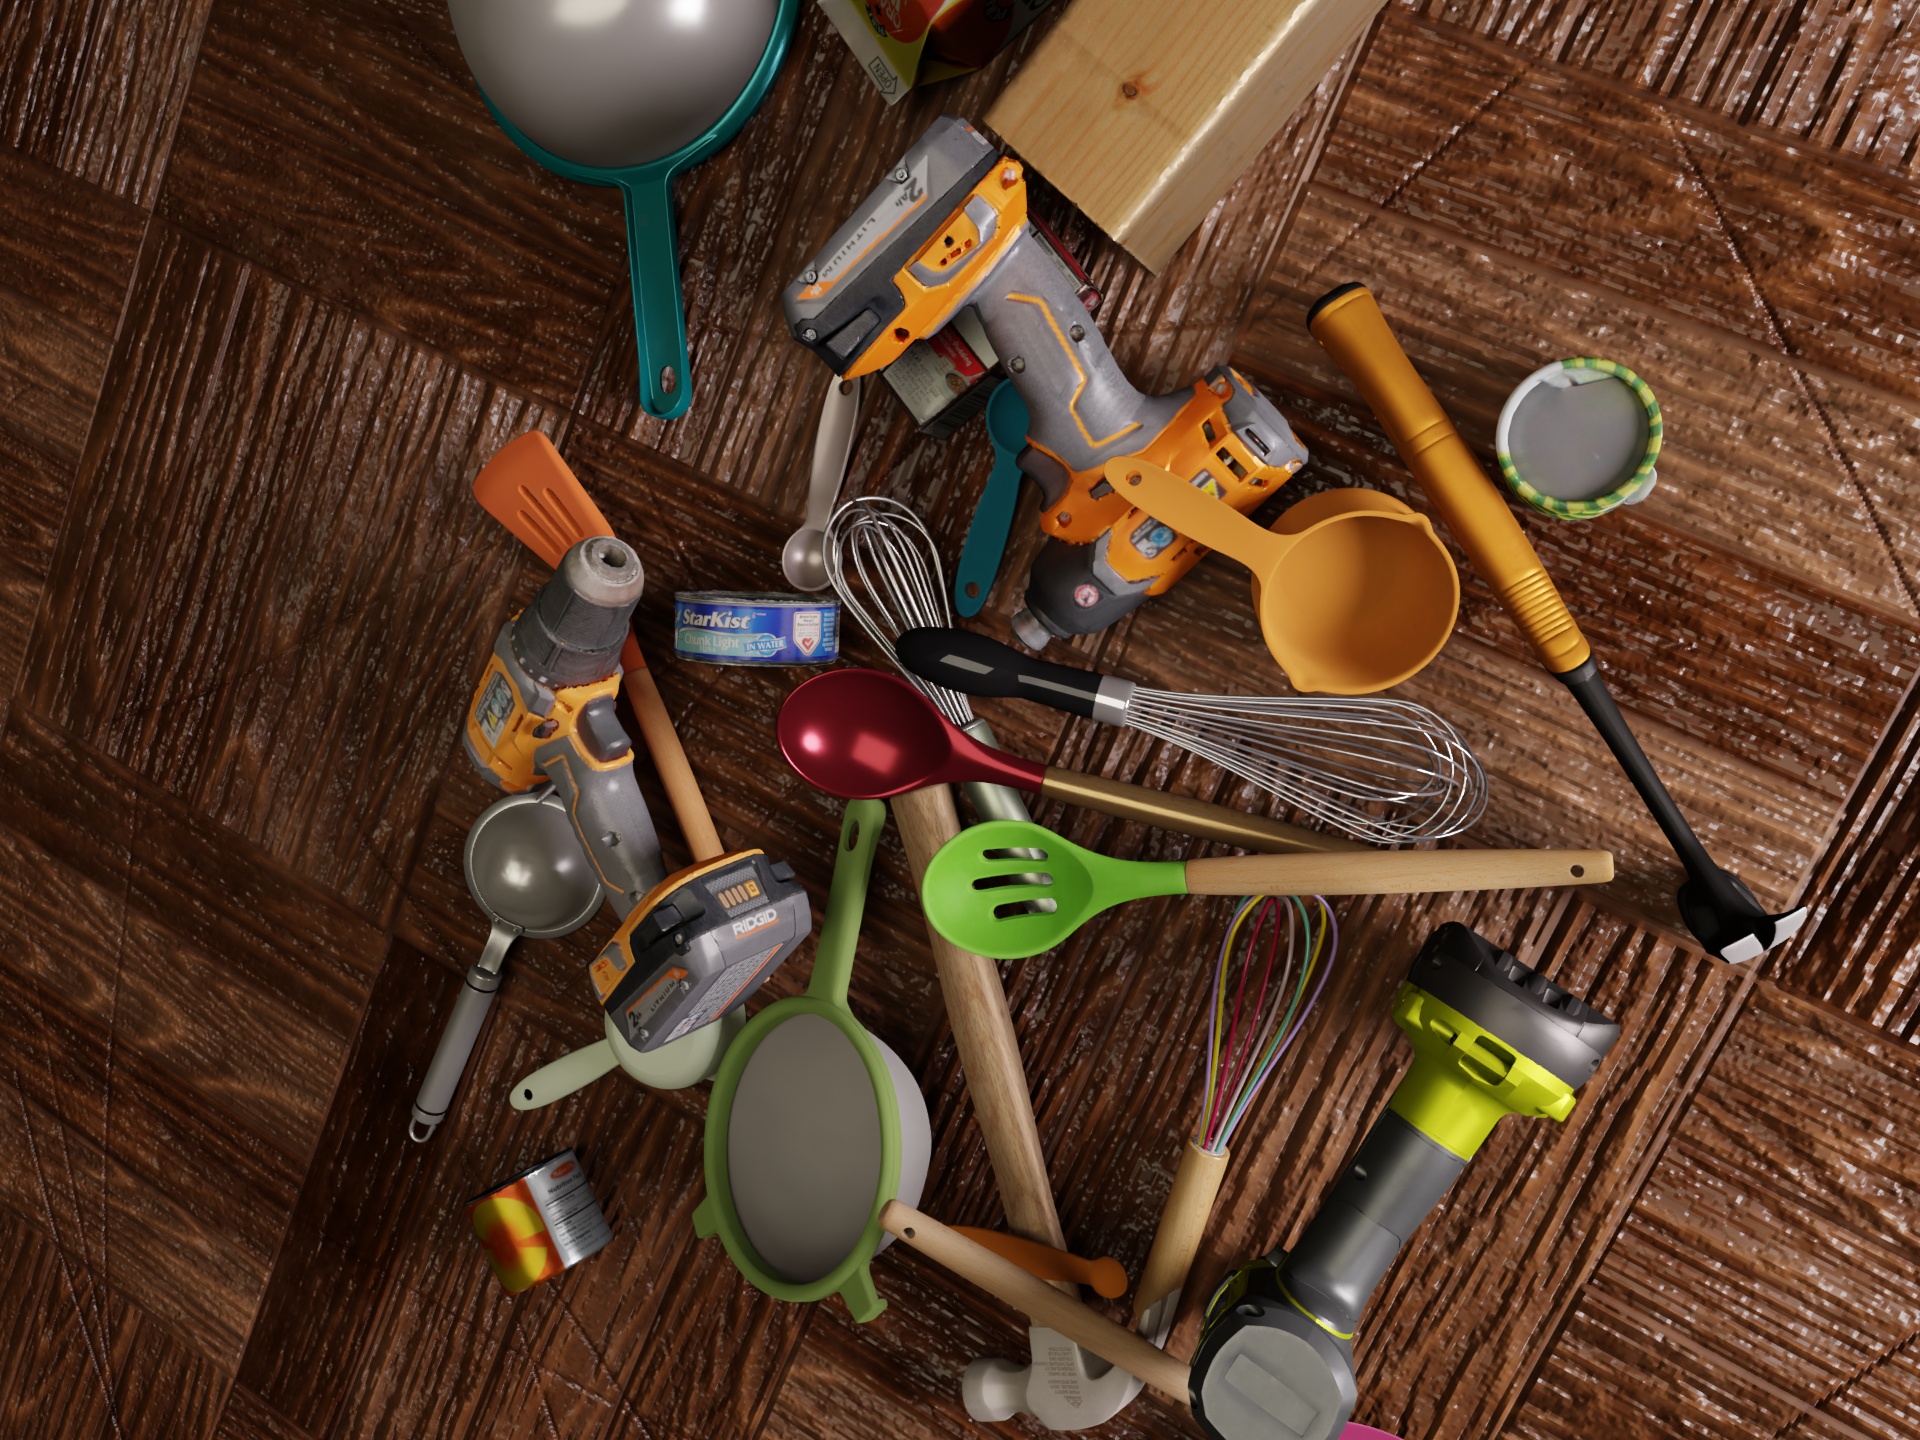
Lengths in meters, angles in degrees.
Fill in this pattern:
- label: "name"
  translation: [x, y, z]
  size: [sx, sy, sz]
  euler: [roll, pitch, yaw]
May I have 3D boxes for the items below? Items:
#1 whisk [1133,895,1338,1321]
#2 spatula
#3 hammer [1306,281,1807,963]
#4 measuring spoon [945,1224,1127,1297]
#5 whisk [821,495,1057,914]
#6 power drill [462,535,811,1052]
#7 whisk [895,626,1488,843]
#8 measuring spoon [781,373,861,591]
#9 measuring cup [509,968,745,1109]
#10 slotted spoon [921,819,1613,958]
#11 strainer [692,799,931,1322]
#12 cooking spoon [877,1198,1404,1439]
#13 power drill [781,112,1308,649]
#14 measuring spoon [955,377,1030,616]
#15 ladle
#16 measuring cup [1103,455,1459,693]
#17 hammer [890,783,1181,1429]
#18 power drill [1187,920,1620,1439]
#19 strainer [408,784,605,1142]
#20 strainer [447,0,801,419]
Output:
- label: "whisk"
  translation: [0.124, 0.188, 0.778]
  size: [0.051, 0.047, 0.245]
  euler: [25, 107, 35]
- label: "spatula"
  translation: [-0.178, -0.002, 0.874]
  size: [0.081, 0.041, 0.322]
  euler: [-25, 87, 44]
- label: "hammer"
  translation: [0.246, -0.050, 0.685]
  size: [0.034, 0.127, 0.337]
  euler: [-32, 77, 14]
- label: "measuring spoon"
  translation: [0.030, 0.267, 0.786]
  size: [0.117, 0.011, 0.021]
  euler: [-1, 94, 36]
- label: "whisk"
  translation: [-0.001, -0.003, 0.809]
  size: [0.059, 0.058, 0.246]
  euler: [-26, 89, -18]
- label: "power drill"
  translation: [-0.167, 0.033, 0.810]
  size: [0.226, 0.084, 0.185]
  euler: [57, 137, 15]
- label: "whisk"
  translation: [0.103, 0.000, 0.745]
  size: [0.284, 0.070, 0.070]
  euler: [15, 99, 11]
- label: "measuring spoon"
  translation: [-0.067, -0.128, 0.842]
  size: [0.034, 0.018, 0.124]
  euler: [12, 91, 23]
- label: "measuring cup"
  translation: [-0.199, 0.187, 0.896]
  size: [0.167, 0.038, 0.083]
  euler: [-29, 84, 17]
- label: "slotted spoon"
  translation: [0.130, 0.073, 0.729]
  size: [0.314, 0.031, 0.070]
  euler: [-5, 101, 23]
- label: "strainer"
  translation: [-0.055, 0.169, 0.832]
  size: [0.151, 0.069, 0.256]
  euler: [5, 82, 46]
- label: "cooking spoon"
  translation: [0.098, 0.308, 0.751]
  size: [0.318, 0.017, 0.068]
  euler: [32, 105, -9]
- label: "power drill"
  translation: [0.027, -0.146, 0.740]
  size: [0.226, 0.084, 0.164]
  euler: [42, 109, -12]
- label: "measuring spoon"
  translation: [0.023, -0.113, 0.809]
  size: [0.042, 0.021, 0.128]
  euler: [24, 111, 16]
- label: "ladle"
  translation: [0.065, 0.034, 0.767]
  size: [0.315, 0.031, 0.069]
  euler: [14, 111, 6]
- label: "measuring cup"
  translation: [0.139, -0.081, 0.715]
  size: [0.173, 0.052, 0.095]
  euler: [27, 114, -9]
- label: "hammer"
  translation: [0.022, 0.192, 0.811]
  size: [0.130, 0.031, 0.331]
  euler: [-17, 85, 35]
- label: "power drill"
  translation: [0.182, 0.205, 0.698]
  size: [0.080, 0.190, 0.228]
  euler: [34, 90, 15]
- label: "strainer"
  translation: [-0.273, 0.143, 0.922]
  size: [0.087, 0.050, 0.258]
  euler: [27, 106, 2]
- label: "strainer"
  translation: [-0.188, -0.331, 0.825]
  size: [0.211, 0.095, 0.340]
  euler: [-5, 91, 20]
